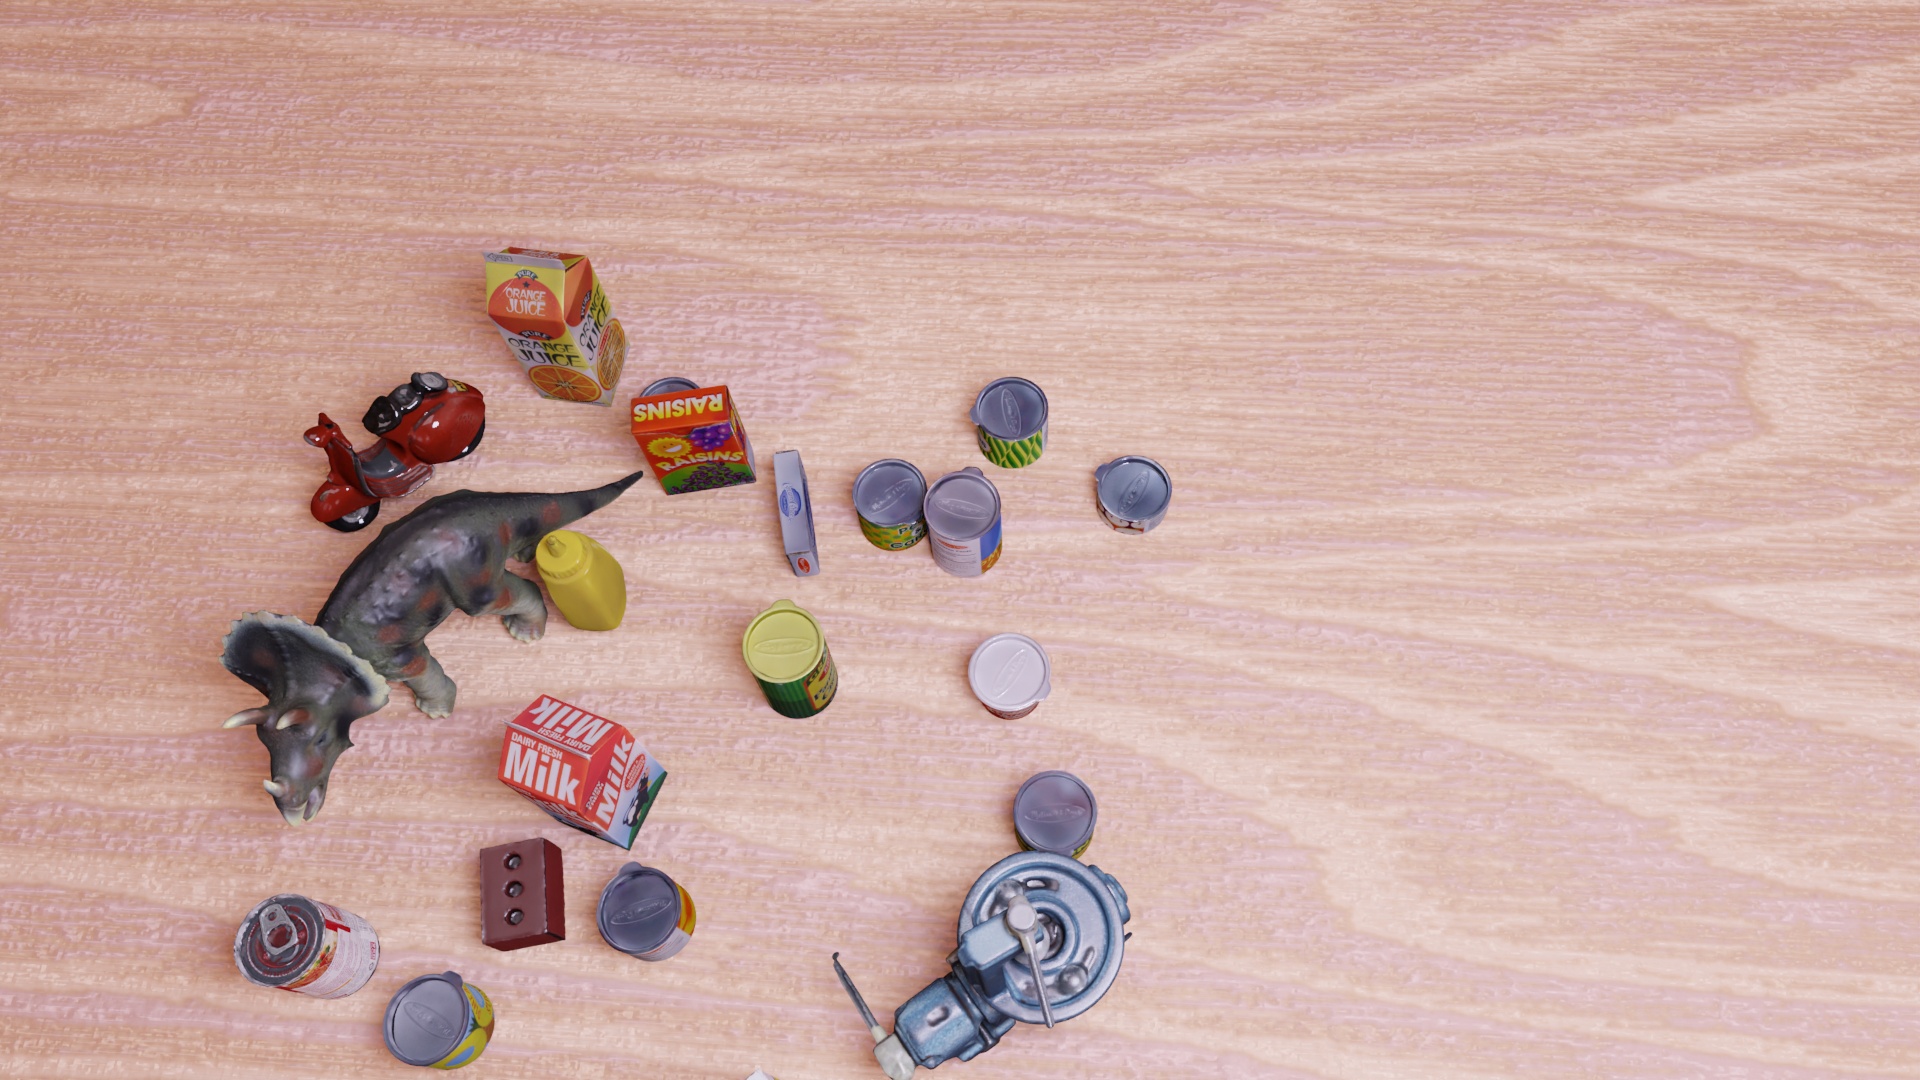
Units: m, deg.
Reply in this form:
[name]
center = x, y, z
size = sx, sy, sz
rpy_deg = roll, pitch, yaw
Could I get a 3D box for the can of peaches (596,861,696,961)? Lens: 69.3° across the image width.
[can of peaches]
center = -0.247, 0.294, 1.097
size = 0.071, 0.058, 0.071
rpy_deg = -1, 66, 2

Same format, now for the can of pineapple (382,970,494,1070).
[can of pineapple]
center = -0.399, 0.370, 1.070
size = 0.071, 0.057, 0.071
rpy_deg = -1, 66, 2

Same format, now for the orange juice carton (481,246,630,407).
[orange juice carton]
center = -0.365, -0.201, 1.253
size = 0.072, 0.192, 0.073
rpy_deg = 8, 67, 6

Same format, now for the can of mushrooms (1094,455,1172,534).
[can of mushrooms]
center = 0.153, -0.042, 1.243
size = 0.071, 0.033, 0.071
rpy_deg = -1, 66, 2

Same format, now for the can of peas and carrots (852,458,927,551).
[can of peas and carrots]
center = -0.058, -0.029, 1.234
size = 0.071, 0.058, 0.071
rpy_deg = -1, 66, 2

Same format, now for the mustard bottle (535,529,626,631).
[mustard bottle]
center = -0.322, 0.026, 1.166
size = 0.049, 0.159, 0.065
rpy_deg = -2, 66, 2

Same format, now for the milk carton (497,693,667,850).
[milk carton]
center = -0.295, 0.178, 1.079
size = 0.072, 0.189, 0.074
rpy_deg = 19, 68, 11

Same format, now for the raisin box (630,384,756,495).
[raisin box]
center = -0.236, -0.087, 1.233
size = 0.086, 0.123, 0.040
rpy_deg = -8, 66, 0

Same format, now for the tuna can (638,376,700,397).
[tuna can]
center = -0.268, -0.114, 1.297
size = 0.071, 0.032, 0.071
rpy_deg = -1, 66, 2

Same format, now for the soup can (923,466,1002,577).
[soup can]
center = 0.004, -0.015, 1.211
size = 0.071, 0.083, 0.071
rpy_deg = -1, 66, 2

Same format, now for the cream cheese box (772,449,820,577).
[cream cheese box]
center = -0.146, -0.024, 1.239
size = 0.024, 0.053, 0.104
rpy_deg = -10, 66, -1

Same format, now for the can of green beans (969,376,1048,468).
[can of green beans]
center = 0.047, -0.107, 1.264
size = 0.071, 0.057, 0.071
rpy_deg = -1, 66, 2

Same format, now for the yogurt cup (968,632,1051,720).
[yogurt cup]
center = 0.042, 0.117, 1.165
size = 0.072, 0.053, 0.072
rpy_deg = -1, 66, 2

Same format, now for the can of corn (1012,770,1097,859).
[can of corn]
center = 0.076, 0.226, 1.112
size = 0.071, 0.058, 0.071
rpy_deg = -1, 66, 2

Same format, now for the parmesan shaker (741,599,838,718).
[parmesan shaker]
center = -0.139, 0.100, 1.155
size = 0.071, 0.102, 0.071
rpy_deg = -1, 66, 2
